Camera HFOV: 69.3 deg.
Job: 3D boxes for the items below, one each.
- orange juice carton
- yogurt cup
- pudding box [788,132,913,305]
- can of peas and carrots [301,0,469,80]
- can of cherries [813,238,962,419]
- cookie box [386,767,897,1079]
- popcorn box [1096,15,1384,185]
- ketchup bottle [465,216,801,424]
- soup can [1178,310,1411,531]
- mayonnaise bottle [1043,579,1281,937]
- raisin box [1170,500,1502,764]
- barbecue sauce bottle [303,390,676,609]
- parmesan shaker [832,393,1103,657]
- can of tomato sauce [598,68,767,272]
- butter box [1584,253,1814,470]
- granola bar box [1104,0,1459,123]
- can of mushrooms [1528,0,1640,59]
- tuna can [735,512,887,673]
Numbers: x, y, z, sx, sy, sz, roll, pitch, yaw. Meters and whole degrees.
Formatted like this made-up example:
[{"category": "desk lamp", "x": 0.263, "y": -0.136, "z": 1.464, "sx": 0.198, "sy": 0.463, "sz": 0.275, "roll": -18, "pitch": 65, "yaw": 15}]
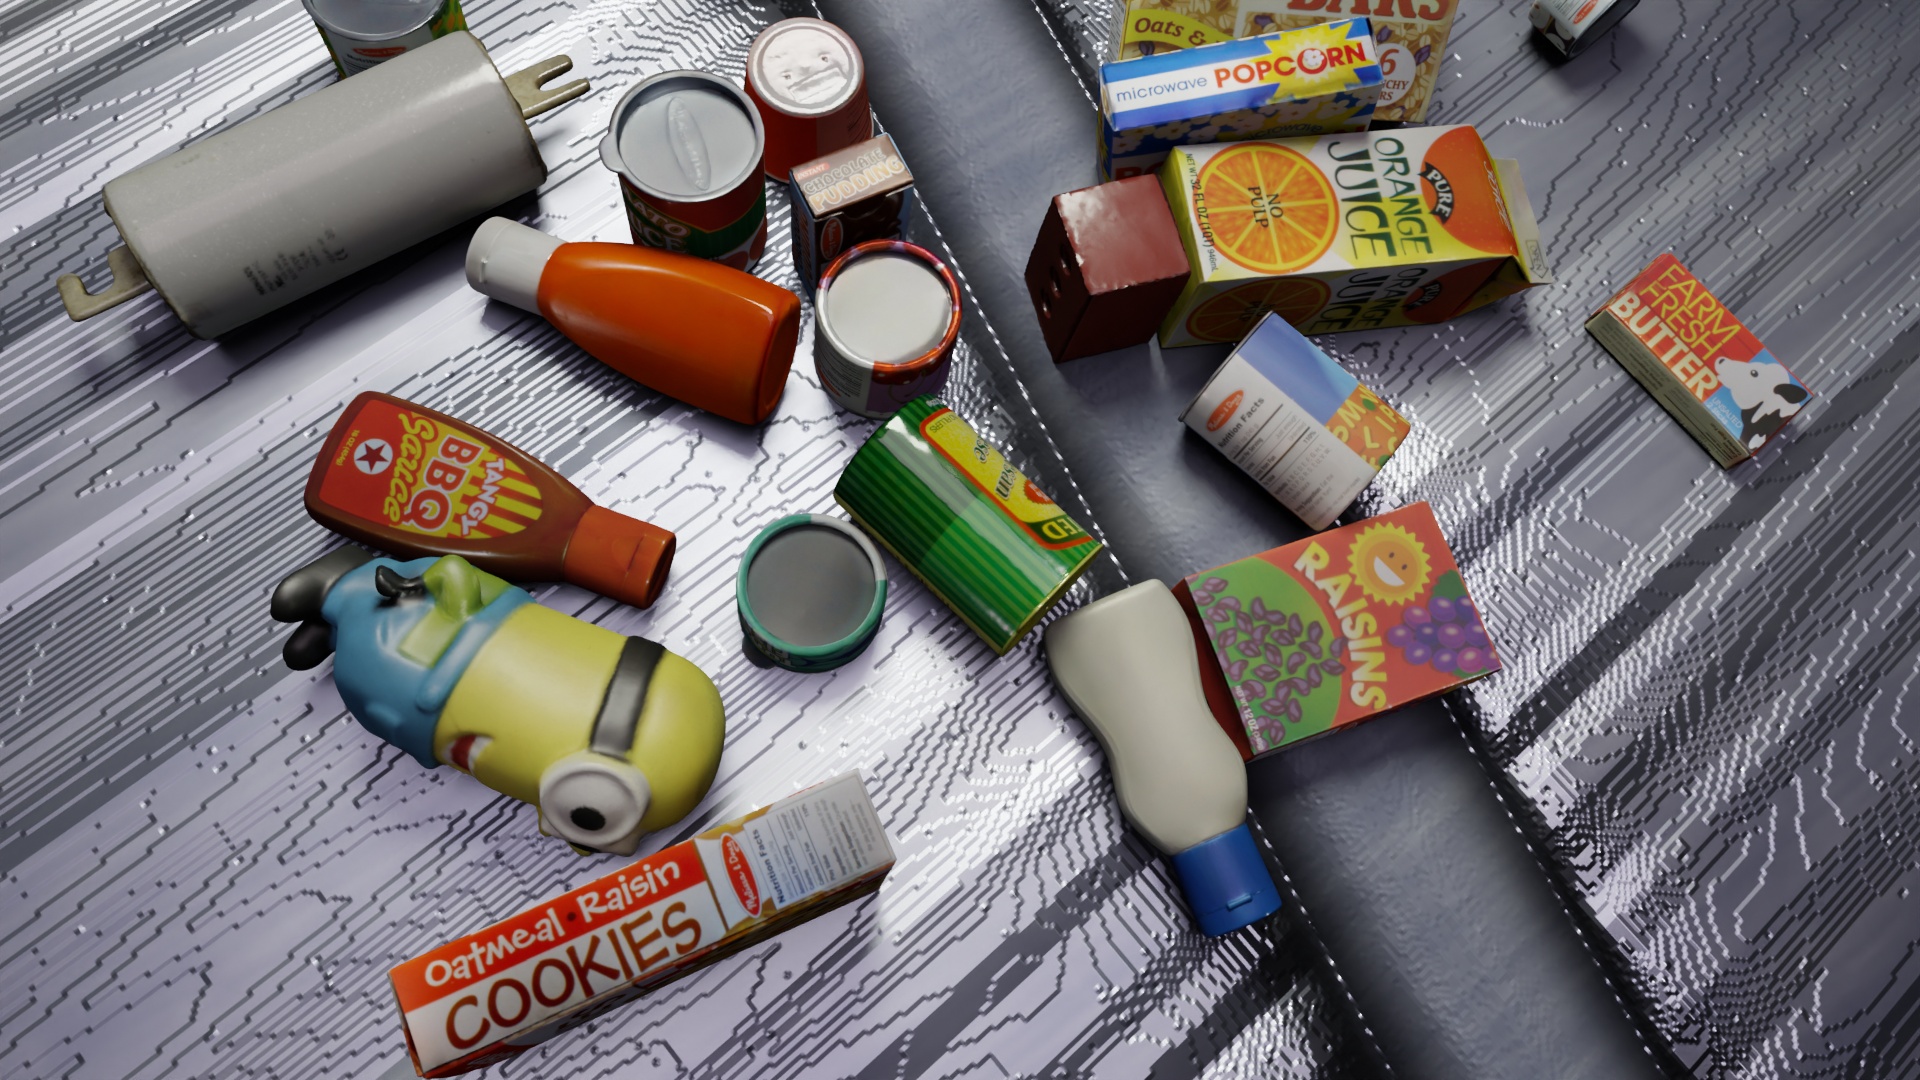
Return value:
[{"category": "orange juice carton", "x": 0.191, "y": -0.148, "z": 0.672, "sx": 0.193, "sy": 0.072, "sz": 0.072, "roll": -7, "pitch": 74, "yaw": -9}, {"category": "yogurt cup", "x": -0.075, "y": -0.214, "z": 0.673, "sx": 0.072, "sy": 0.053, "sz": 0.072, "roll": 2, "pitch": 73, "yaw": -6}, {"category": "pudding box", "x": -0.050, "y": -0.146, "z": 0.638, "sx": 0.050, "sy": 0.083, "sz": 0.030, "roll": -24, "pitch": 77, "yaw": -13}, {"category": "can of peas and carrots", "x": -0.270, "y": -0.249, "z": 0.659, "sx": 0.071, "sy": 0.058, "sz": 0.071, "roll": 2, "pitch": 72, "yaw": -6}, {"category": "can of cherries", "x": -0.032, "y": -0.098, "z": 0.638, "sx": 0.071, "sy": 0.058, "sz": 0.071, "roll": 2, "pitch": 73, "yaw": -6}, {"category": "cookie box", "x": -0.110, "y": 0.144, "z": 0.518, "sx": 0.168, "sy": 0.122, "sz": 0.040, "roll": -22, "pitch": 76, "yaw": -13}, {"category": "popcorn box", "x": 0.129, "y": -0.200, "z": 0.664, "sx": 0.127, "sy": 0.085, "sz": 0.038, "roll": -10, "pitch": 73, "yaw": 2}, {"category": "ketchup bottle", "x": -0.149, "y": -0.105, "z": 0.629, "sx": 0.149, "sy": 0.064, "sz": 0.044, "roll": 21, "pitch": 30, "yaw": 6}, {"category": "soup can", "x": 0.156, "y": -0.056, "z": 0.644, "sx": 0.084, "sy": 0.071, "sz": 0.071, "roll": 40, "pitch": 73, "yaw": 6}, {"category": "mayonnaise bottle", "x": 0.090, "y": 0.095, "z": 0.601, "sx": 0.065, "sy": 0.041, "sz": 0.148, "roll": -23, "pitch": 77, "yaw": -2}, {"category": "raisin box", "x": 0.167, "y": 0.042, "z": 0.627, "sx": 0.123, "sy": 0.040, "sz": 0.086, "roll": -17, "pitch": 75, "yaw": -10}, {"category": "barbecue sauce bottle", "x": -0.199, "y": -0.012, "z": 0.600, "sx": 0.148, "sy": 0.043, "sz": 0.065, "roll": 20, "pitch": 71, "yaw": 0}, {"category": "parmesan shaker", "x": 0.002, "y": -0.008, "z": 0.607, "sx": 0.103, "sy": 0.071, "sz": 0.071, "roll": 43, "pitch": 73, "yaw": 7}, {"category": "can of tomato sauce", "x": -0.124, "y": -0.162, "z": 0.635, "sx": 0.071, "sy": 0.083, "sz": 0.071, "roll": 2, "pitch": 73, "yaw": -6}, {"category": "butter box", "x": 0.372, "y": -0.091, "z": 0.701, "sx": 0.053, "sy": 0.024, "sz": 0.103, "roll": -38, "pitch": 80, "yaw": -15}, {"category": "granola bar box", "x": 0.162, "y": -0.276, "z": 0.686, "sx": 0.166, "sy": 0.123, "sz": 0.039, "roll": 2, "pitch": 35, "yaw": -6}, {"category": "can of mushrooms", "x": 0.340, "y": -0.293, "z": 0.741, "sx": 0.071, "sy": 0.071, "sz": 0.033, "roll": -37, "pitch": 79, "yaw": -16}, {"category": "tuna can", "x": -0.067, "y": 0.025, "z": 0.609, "sx": 0.071, "sy": 0.032, "sz": 0.071, "roll": 2, "pitch": 72, "yaw": -6}]
